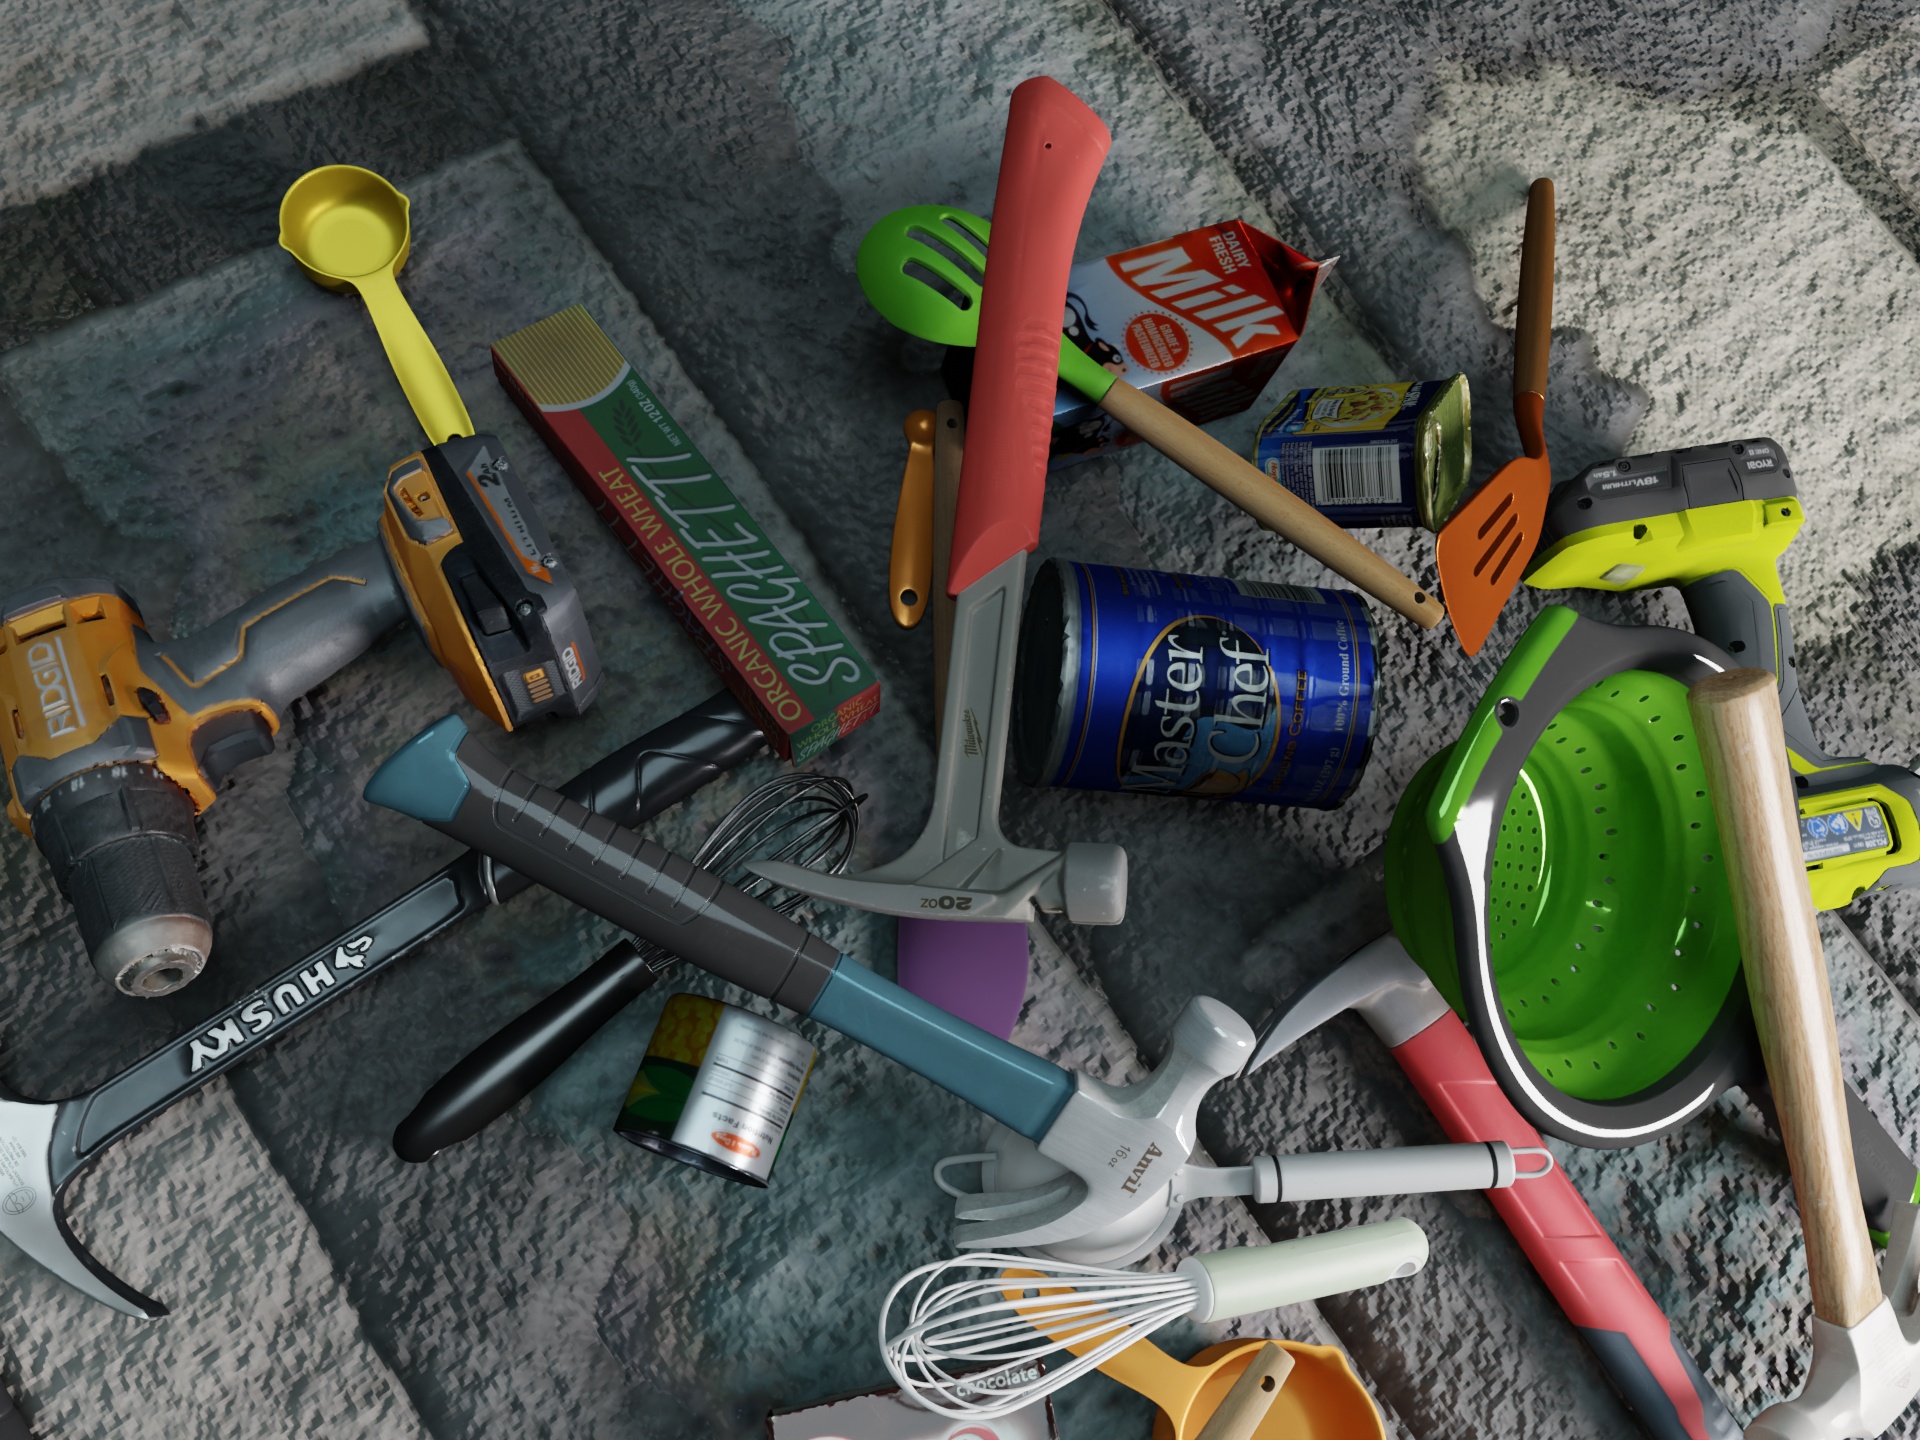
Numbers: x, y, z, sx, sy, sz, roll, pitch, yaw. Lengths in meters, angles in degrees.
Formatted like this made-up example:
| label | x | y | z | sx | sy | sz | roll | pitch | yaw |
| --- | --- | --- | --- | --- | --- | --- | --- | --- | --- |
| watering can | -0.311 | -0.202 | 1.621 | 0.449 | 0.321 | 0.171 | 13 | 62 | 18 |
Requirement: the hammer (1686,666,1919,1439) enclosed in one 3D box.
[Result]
| label | x | y | z | sx | sy | sz | roll | pitch | yaw |
| --- | --- | --- | --- | --- | --- | --- | --- | --- | --- |
| hammer | 0.341 | 0.138 | 0.641 | 0.130 | 0.031 | 0.331 | -23 | 104 | -27 |

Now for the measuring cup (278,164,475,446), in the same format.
| label | x | y | z | sx | sy | sz | roll | pitch | yaw |
| --- | --- | --- | --- | --- | --- | --- | --- | --- | --- |
| measuring cup | -0.266 | -0.185 | 0.749 | 0.062 | 0.029 | 0.156 | -27 | 90 | -17 |

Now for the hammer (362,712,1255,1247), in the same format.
| label | x | y | z | sx | sy | sz | roll | pitch | yaw |
| --- | --- | --- | --- | --- | --- | --- | --- | --- | --- |
| hammer | -0.063 | 0.090 | 0.592 | 0.331 | 0.033 | 0.128 | 29 | 103 | -6 |

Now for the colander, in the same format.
| label | x | y | z | sx | sy | sz | roll | pitch | yaw |
| --- | --- | --- | --- | --- | --- | --- | --- | --- | --- |
| colander | 0.297 | 0.114 | 0.688 | 0.396 | 0.094 | 0.204 | 44 | 72 | -25 |

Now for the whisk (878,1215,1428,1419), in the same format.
| label | x | y | z | sx | sy | sz | roll | pitch | yaw |
| --- | --- | --- | --- | --- | --- | --- | --- | --- | --- |
| whisk | 0.083 | 0.219 | 0.610 | 0.246 | 0.057 | 0.059 | -1 | 45 | -27 |

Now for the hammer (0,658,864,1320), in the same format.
| label | x | y | z | sx | sy | sz | roll | pitch | yaw |
| --- | --- | --- | --- | --- | --- | --- | --- | --- | --- |
| hammer | -0.209 | 0.077 | 0.663 | 0.409 | 0.036 | 0.149 | -33 | 82 | -19 |

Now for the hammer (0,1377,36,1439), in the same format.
| label | x | y | z | sx | sy | sz | roll | pitch | yaw |
| --- | --- | --- | --- | --- | --- | --- | --- | --- | --- |
| hammer | -0.413 | 0.167 | 0.578 | 0.146 | 0.035 | 0.335 | -32 | 86 | 8 |

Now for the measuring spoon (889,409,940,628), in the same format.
| label | x | y | z | sx | sy | sz | roll | pitch | yaw |
| --- | --- | --- | --- | --- | --- | --- | --- | --- | --- |
| measuring spoon | -0.021 | -0.100 | 0.767 | 0.021 | 0.011 | 0.117 | 7 | 71 | -8 |

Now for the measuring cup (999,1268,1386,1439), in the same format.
| label | x | y | z | sx | sy | sz | roll | pitch | yaw |
| --- | --- | --- | --- | --- | --- | --- | --- | --- | --- |
| measuring cup | 0.086 | 0.272 | 0.644 | 0.173 | 0.052 | 0.095 | 32 | 69 | 3 |

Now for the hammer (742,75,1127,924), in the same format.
| label | x | y | z | sx | sy | sz | roll | pitch | yaw |
| --- | --- | --- | --- | --- | --- | --- | --- | --- | --- |
| hammer | 0.008 | -0.098 | 0.657 | 0.149 | 0.036 | 0.359 | 4 | 77 | 11 |

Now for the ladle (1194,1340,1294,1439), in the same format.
| label | x | y | z | sx | sy | sz | roll | pitch | yaw |
| --- | --- | --- | --- | --- | --- | --- | --- | --- | --- |
| ladle | 0.023 | 0.362 | 0.580 | 0.078 | 0.062 | 0.320 | 39 | 75 | 3 |

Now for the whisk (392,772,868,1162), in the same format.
| label | x | y | z | sx | sy | sz | roll | pitch | yaw |
| --- | --- | --- | --- | --- | --- | --- | --- | --- | --- |
| whisk | -0.133 | 0.101 | 0.662 | 0.239 | 0.055 | 0.055 | -39 | 82 | -15 |

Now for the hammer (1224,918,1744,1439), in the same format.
| label | x | y | z | sx | sy | sz | roll | pitch | yaw |
| --- | --- | --- | --- | --- | --- | --- | --- | --- | --- |
| hammer | 0.274 | 0.269 | 0.686 | 0.143 | 0.038 | 0.386 | -30 | 79 | -17 |

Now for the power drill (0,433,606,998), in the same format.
| label | x | y | z | sx | sy | sz | roll | pitch | yaw |
| --- | --- | --- | --- | --- | --- | --- | --- | --- | --- |
| power drill | -0.262 | -0.006 | 0.638 | 0.226 | 0.084 | 0.186 | -24 | 60 | -15 |

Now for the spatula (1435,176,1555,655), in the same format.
| label | x | y | z | sx | sy | sz | roll | pitch | yaw |
| --- | --- | --- | --- | --- | --- | --- | --- | --- | --- |
| spatula | 0.281 | -0.177 | 0.810 | 0.041 | 0.080 | 0.323 | -5 | 49 | 29 |

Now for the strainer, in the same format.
| label | x | y | z | sx | sy | sz | roll | pitch | yaw |
| --- | --- | --- | --- | --- | --- | --- | --- | --- | --- |
| strainer | 0.118 | 0.190 | 0.657 | 0.258 | 0.050 | 0.087 | -3 | 102 | -2 |

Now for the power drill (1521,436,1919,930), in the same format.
| label | x | y | z | sx | sy | sz | roll | pitch | yaw |
| --- | --- | --- | --- | --- | --- | --- | --- | --- | --- |
| power drill | 0.352 | -0.011 | 0.774 | 0.190 | 0.080 | 0.229 | -9 | 76 | -8 |

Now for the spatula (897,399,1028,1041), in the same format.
| label | x | y | z | sx | sy | sz | roll | pitch | yaw |
| --- | --- | --- | --- | --- | --- | --- | --- | --- | --- |
| spatula | -0.001 | -0.002 | 0.734 | 0.059 | 0.018 | 0.316 | 2 | 74 | -11 |

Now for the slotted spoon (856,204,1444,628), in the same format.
| label | x | y | z | sx | sy | sz | roll | pitch | yaw |
| --- | --- | --- | --- | --- | --- | --- | --- | --- | --- |
| slotted spoon | 0.089 | -0.136 | 0.717 | 0.313 | 0.031 | 0.070 | 35 | 72 | -2 |
